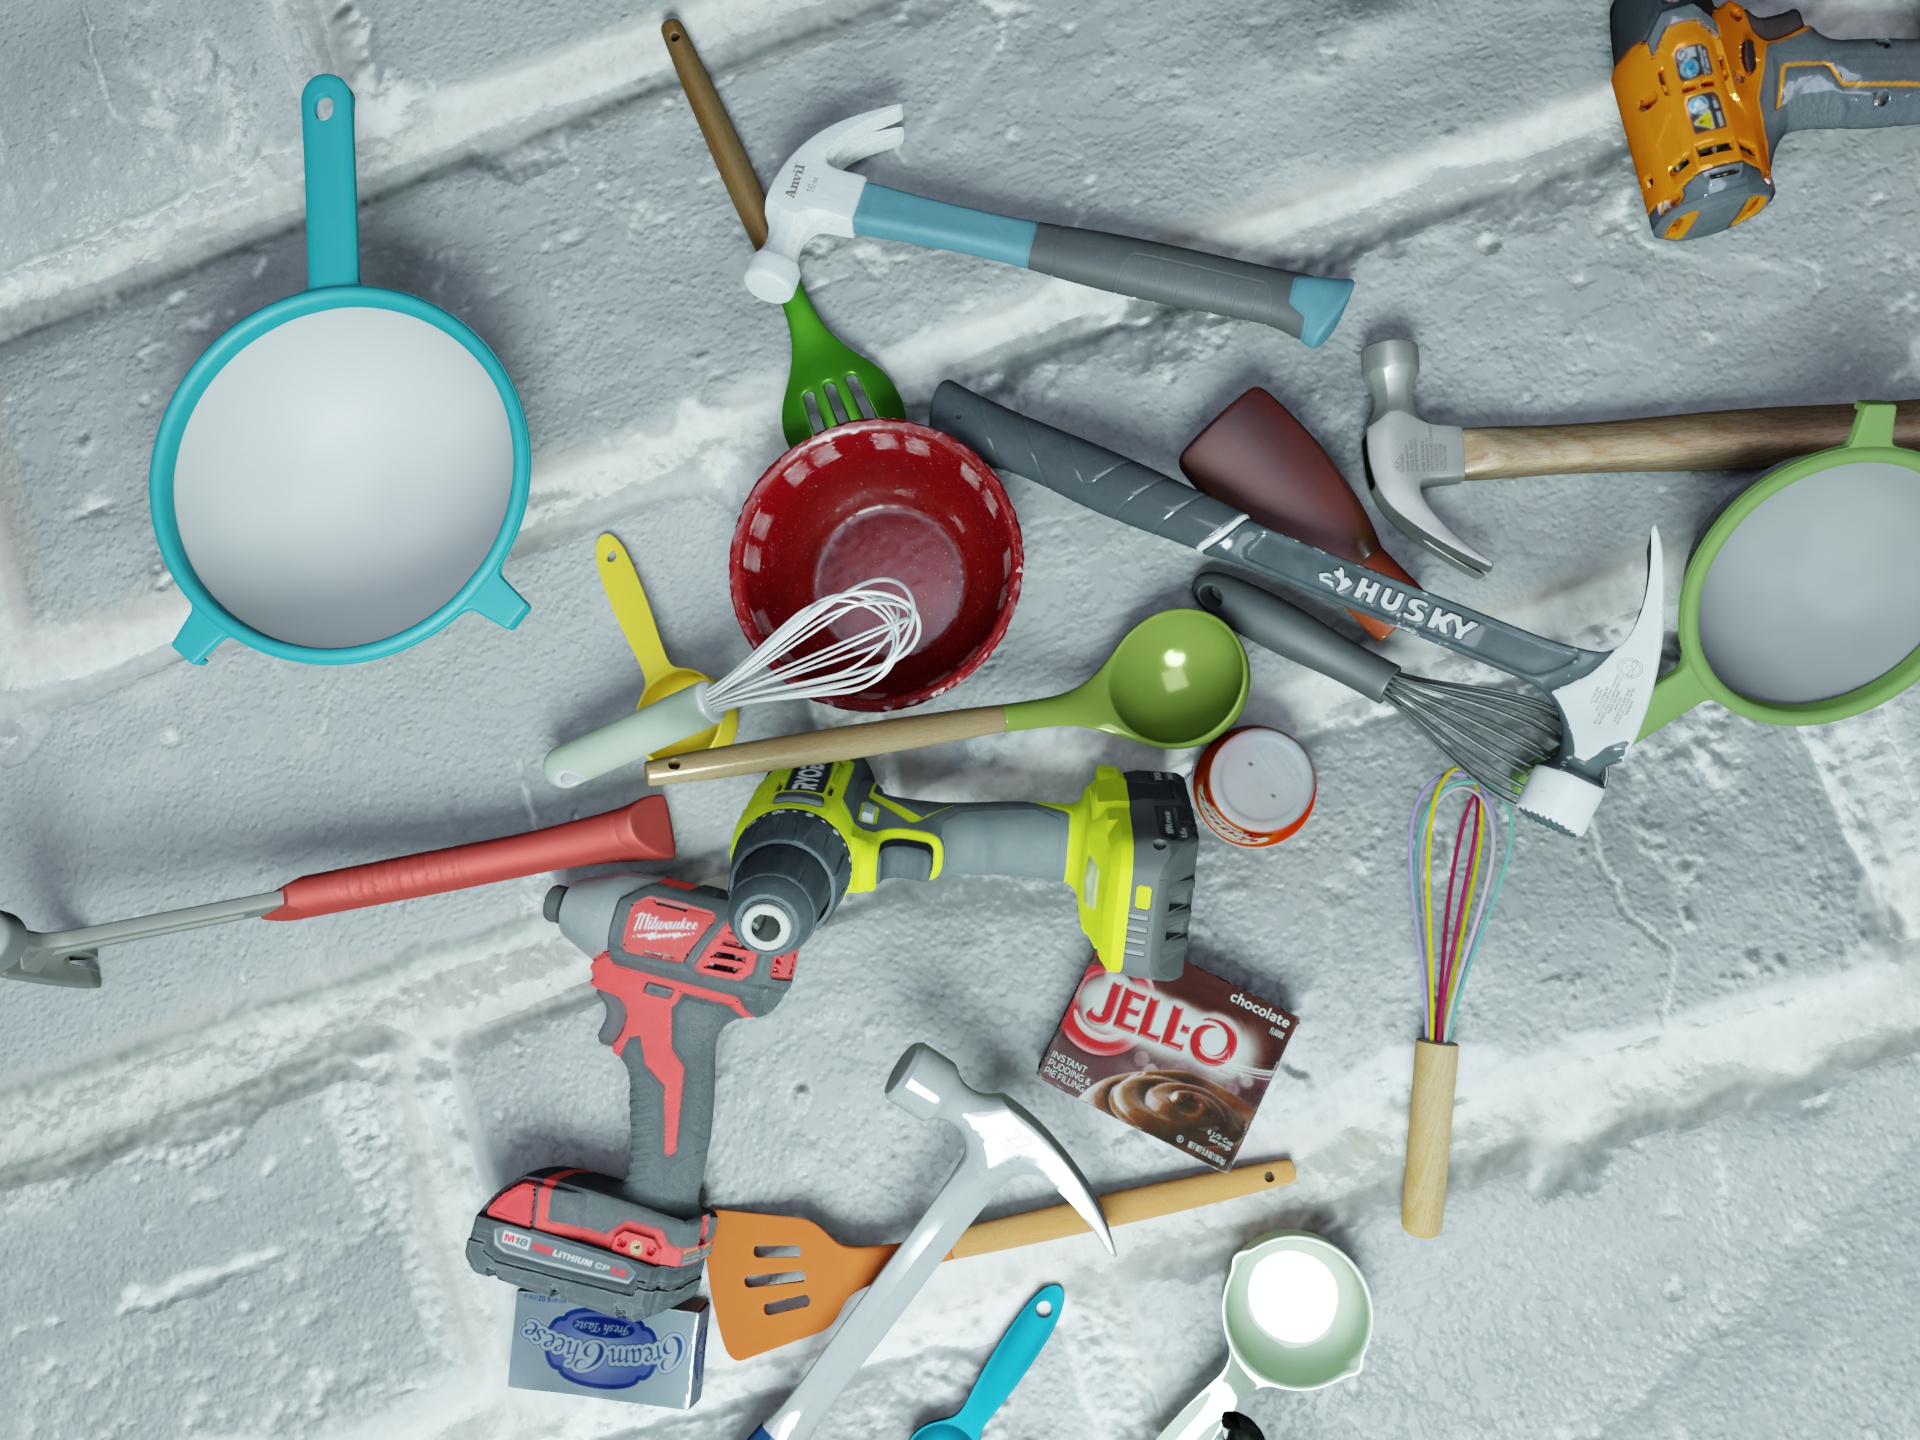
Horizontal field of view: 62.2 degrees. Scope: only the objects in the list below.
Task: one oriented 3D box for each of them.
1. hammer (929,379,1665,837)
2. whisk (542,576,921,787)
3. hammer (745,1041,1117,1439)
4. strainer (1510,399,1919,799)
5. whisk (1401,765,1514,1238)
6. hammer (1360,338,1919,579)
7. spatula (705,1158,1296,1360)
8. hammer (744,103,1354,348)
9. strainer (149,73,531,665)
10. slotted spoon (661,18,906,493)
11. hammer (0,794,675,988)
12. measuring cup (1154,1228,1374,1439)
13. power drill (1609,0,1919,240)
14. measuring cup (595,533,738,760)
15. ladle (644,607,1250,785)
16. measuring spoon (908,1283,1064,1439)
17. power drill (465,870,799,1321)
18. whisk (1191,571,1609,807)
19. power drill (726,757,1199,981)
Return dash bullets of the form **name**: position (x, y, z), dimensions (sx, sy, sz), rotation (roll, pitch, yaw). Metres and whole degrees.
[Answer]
- **hammer**: position (0.156, -0.094, 0.822), dimensions (0.409, 0.036, 0.149), rotation (27, 90, 22)
- **whisk**: position (-0.126, -0.014, 0.844), dimensions (0.246, 0.057, 0.059), rotation (-22, 55, 23)
- **hammer**: position (-0.080, 0.364, 0.820), dimensions (0.144, 0.035, 0.405), rotation (35, 95, -7)
- **strainer**: position (0.392, -0.046, 0.829), dimensions (0.256, 0.069, 0.151), rotation (-38, 113, 18)
- **whisk**: position (0.254, 0.146, 0.830), dimensions (0.051, 0.047, 0.245), rotation (5, 88, 19)
- **hammer**: position (0.385, -0.146, 0.852), dimensions (0.331, 0.031, 0.130), rotation (-2, 83, 6)
- **spatula**: position (0.019, 0.273, 0.850), dimensions (0.322, 0.041, 0.081), rotation (-12, 81, 1)
- **hammer**: position (0.054, -0.263, 0.894), dimensions (0.331, 0.033, 0.128), rotation (14, 72, 5)
- **strainer**: position (-0.340, -0.191, 0.909), dimensions (0.211, 0.095, 0.340), rotation (-6, 81, 3)
- **slotted spoon**: position (-0.113, -0.277, 0.927), dimensions (0.070, 0.031, 0.314), rotation (-24, 80, 1)
- **hammer**: position (-0.338, 0.095, 0.880), dimensions (0.359, 0.149, 0.037), rotation (-11, 78, -6)
- **measuring cup**: position (0.143, 0.335, 0.821), dimensions (0.083, 0.038, 0.167), rotation (41, 91, 9)
- **power drill**: position (0.465, -0.363, 0.846), dimensions (0.226, 0.084, 0.164), rotation (-13, 82, 9)
- **measuring cup**: position (-0.172, -0.041, 0.910), dimensions (0.062, 0.029, 0.157), rotation (-32, 68, 15)
- **ladle**: position (-0.001, -0.003, 0.818), dimensions (0.320, 0.062, 0.078), rotation (-9, 66, -16)
- **measuring spoon**: position (0.015, 0.354, 0.846), dimensions (0.042, 0.021, 0.128), rotation (37, 79, -1)
- **power drill**: position (-0.179, 0.192, 0.855), dimensions (0.143, 0.078, 0.220), rotation (13, 82, 11)
- **whisk**: position (0.225, -0.022, 0.834), dimensions (0.239, 0.055, 0.055), rotation (31, 88, 22)
- **power drill**: position (-0.002, 0.072, 0.795), dimensions (0.228, 0.191, 0.080), rotation (5, 107, 1)
